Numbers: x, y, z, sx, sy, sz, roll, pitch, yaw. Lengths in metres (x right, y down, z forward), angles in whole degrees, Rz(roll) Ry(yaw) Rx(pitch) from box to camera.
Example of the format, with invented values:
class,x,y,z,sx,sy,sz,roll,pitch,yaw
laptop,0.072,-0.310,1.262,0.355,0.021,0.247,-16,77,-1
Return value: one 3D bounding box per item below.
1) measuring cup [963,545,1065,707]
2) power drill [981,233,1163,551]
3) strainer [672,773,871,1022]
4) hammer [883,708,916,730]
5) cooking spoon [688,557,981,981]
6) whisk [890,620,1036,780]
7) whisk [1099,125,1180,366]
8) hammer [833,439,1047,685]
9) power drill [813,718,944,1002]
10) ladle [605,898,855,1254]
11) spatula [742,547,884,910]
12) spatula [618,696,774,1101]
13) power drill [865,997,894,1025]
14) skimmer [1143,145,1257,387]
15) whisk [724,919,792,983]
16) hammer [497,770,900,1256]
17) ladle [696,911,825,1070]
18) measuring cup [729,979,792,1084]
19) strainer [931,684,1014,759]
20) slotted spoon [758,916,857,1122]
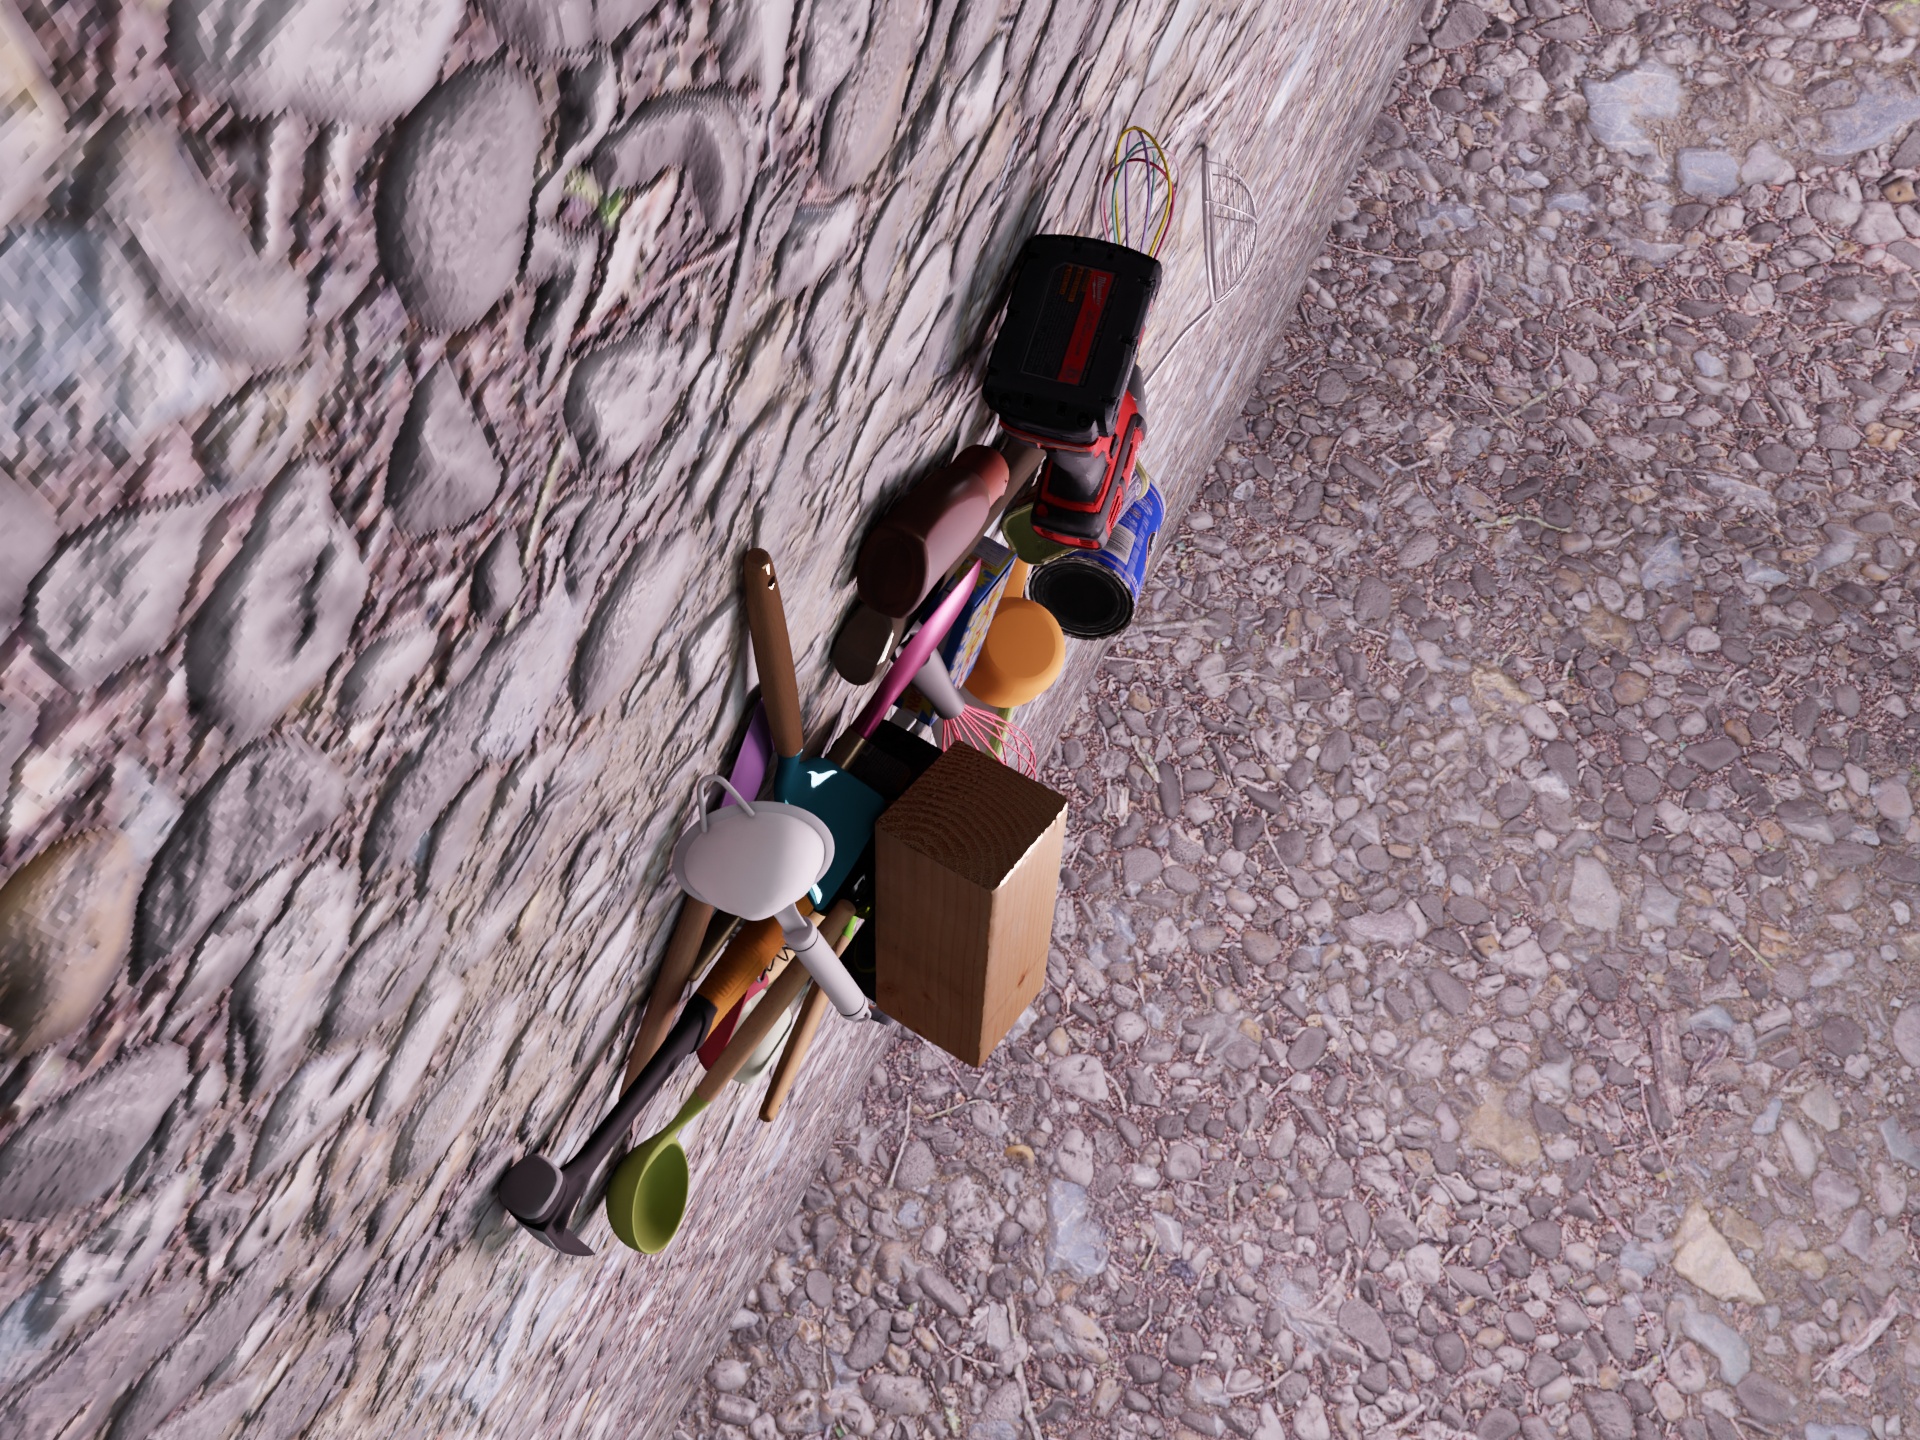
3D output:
class,x,y,z,sx,sy,sz,roll,pitch,yaw
measuring cup,0.049,-0.099,1.317,0.052,0.095,0.174,152,-52,-72
power drill,0.079,-0.204,0.993,0.219,0.078,0.143,55,52,-75
strainer,-0.092,0.118,0.900,0.258,0.087,0.050,66,7,-52
hammer,-0.060,0.060,1.324,0.144,0.035,0.405,-62,173,1
cooking spoon,-0.078,0.030,0.990,0.319,0.017,0.069,-54,-179,-1
whisk,-0.002,-0.004,1.175,0.073,0.073,0.295,-60,153,-14
whisk,0.115,-0.290,1.069,0.244,0.047,0.051,87,28,-57
hammer,0.017,-0.147,1.099,0.411,0.038,0.146,-55,171,-44
power drill,-0.043,0.098,1.132,0.171,0.080,0.223,-55,154,-15
ladle,-0.149,0.241,1.064,0.320,0.062,0.078,-53,173,24
spatula,-0.082,0.004,0.835,0.082,0.044,0.317,-59,167,-24
spatula,-0.150,0.107,0.919,0.315,0.018,0.060,-67,171,26
power drill,-0.054,0.179,1.552,0.226,0.084,0.164,-63,-173,-12
skimmer,0.138,-0.312,1.372,0.363,0.090,0.127,-54,178,17
whisk,-0.132,0.151,1.122,0.246,0.058,0.059,92,-3,-83
hammer,-0.143,0.165,0.951,0.337,0.034,0.127,-52,164,-24
ladle,-0.147,0.194,1.244,0.069,0.031,0.315,-60,176,14
measuring cup,-0.148,0.237,1.343,0.168,0.038,0.083,-53,169,-42
strainer,-0.002,0.030,1.372,0.151,0.069,0.257,106,1,-53
slotted spoon,-0.110,0.209,1.364,0.070,0.031,0.314,104,6,-47
